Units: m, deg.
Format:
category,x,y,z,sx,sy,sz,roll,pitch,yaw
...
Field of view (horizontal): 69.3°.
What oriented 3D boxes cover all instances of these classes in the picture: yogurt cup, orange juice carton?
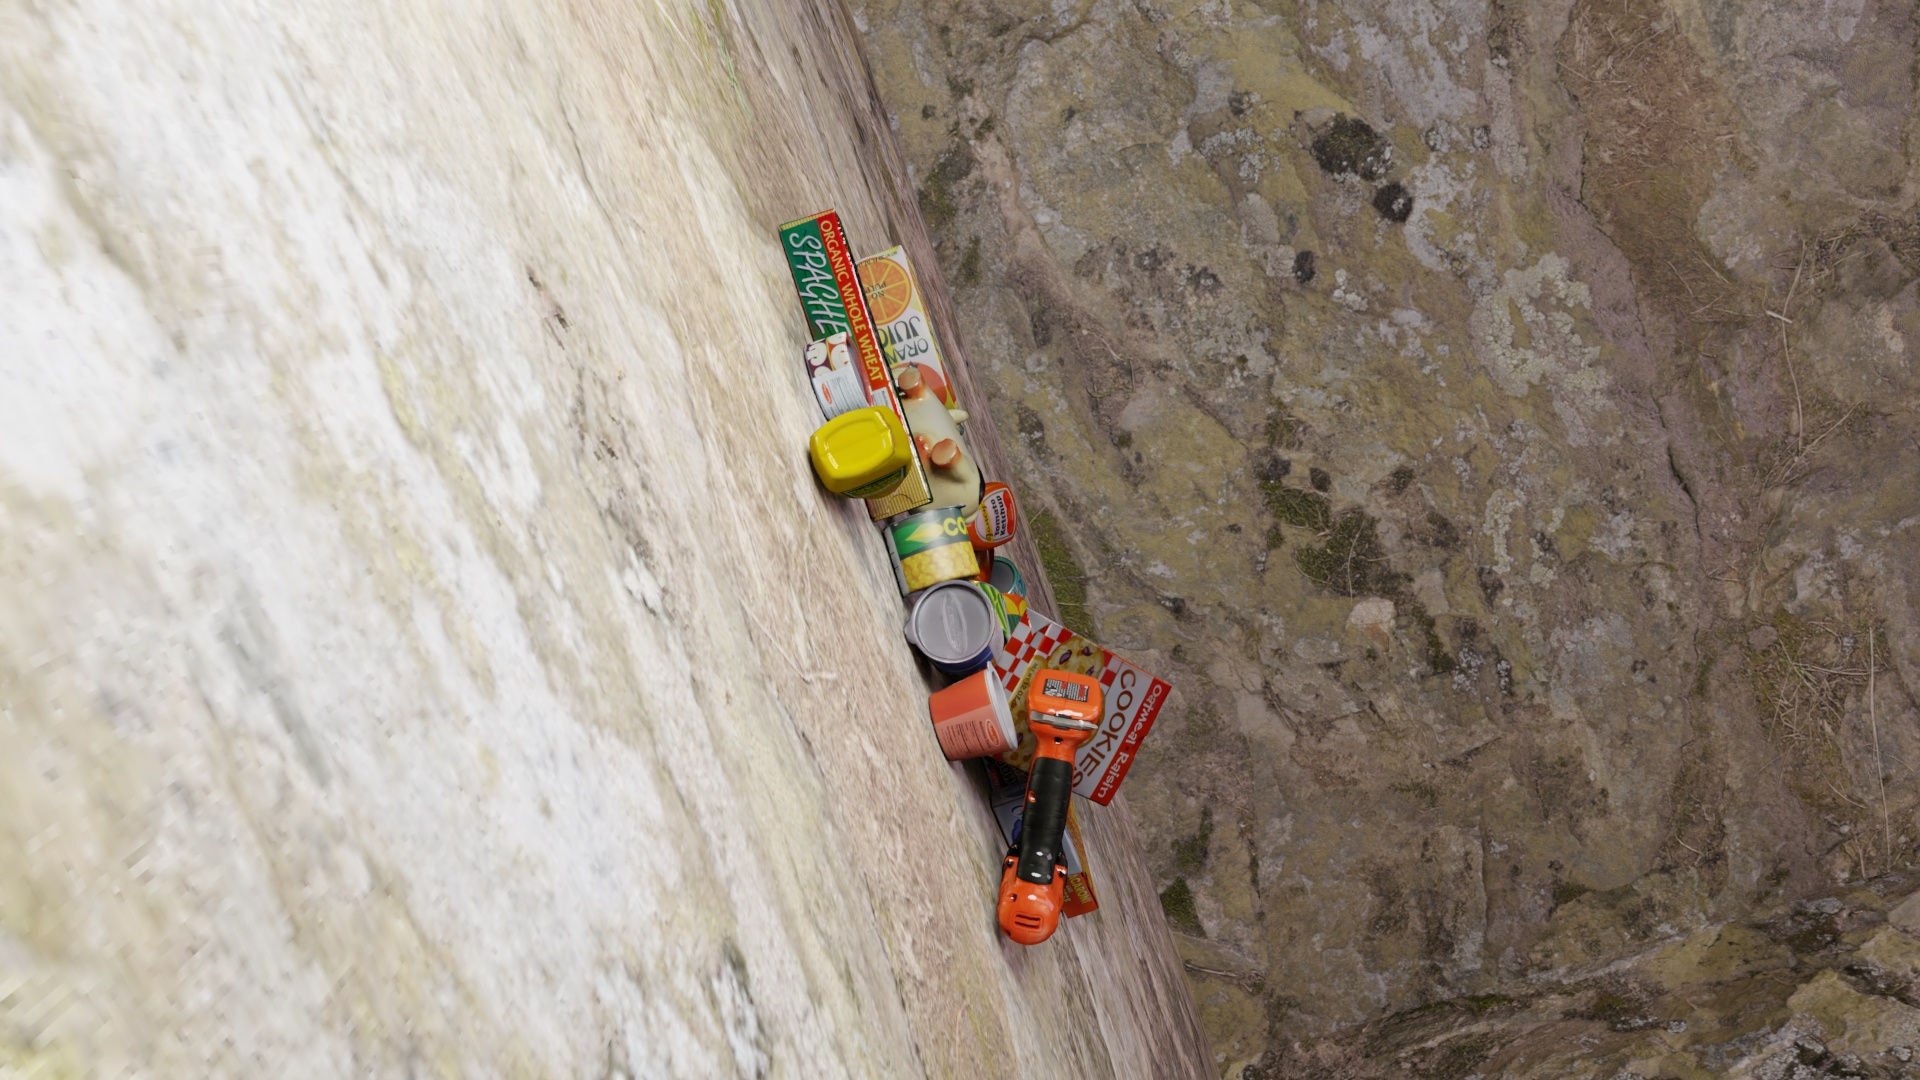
category,x,y,z,sx,sy,sz,roll,pitch,yaw
yogurt cup,0.009,0.138,1.078,0.072,0.054,0.072,-21,93,-84
orange juice carton,-0.057,-0.182,1.362,0.073,0.072,0.193,38,34,-79

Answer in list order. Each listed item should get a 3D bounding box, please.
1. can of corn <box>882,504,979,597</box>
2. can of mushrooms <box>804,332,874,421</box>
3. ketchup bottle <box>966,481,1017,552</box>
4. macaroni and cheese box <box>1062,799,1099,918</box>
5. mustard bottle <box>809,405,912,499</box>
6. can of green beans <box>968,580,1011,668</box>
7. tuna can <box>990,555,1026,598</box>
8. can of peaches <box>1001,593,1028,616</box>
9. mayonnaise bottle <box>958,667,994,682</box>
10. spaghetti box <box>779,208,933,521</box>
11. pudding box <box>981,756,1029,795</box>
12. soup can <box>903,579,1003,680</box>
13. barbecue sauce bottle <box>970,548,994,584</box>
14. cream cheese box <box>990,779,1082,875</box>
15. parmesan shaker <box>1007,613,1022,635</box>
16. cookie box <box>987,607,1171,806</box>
category,x,y,z,sx,sy,sz,roll,pitch,yaw
can of corn,-0.021,0.009,1.118,0.071,0.071,0.058,35,38,-80
can of mushrooms,-0.092,-0.125,1.058,0.071,0.033,0.071,-21,93,-83
ketchup bottle,0.005,-0.017,1.338,0.149,0.043,0.064,-20,104,-61
macaroni and cheese box,0.099,0.297,1.476,0.123,0.040,0.167,64,9,-46
mustard bottle,-0.064,-0.056,0.973,0.160,0.065,0.049,51,16,-84
can of green beans,0.010,0.078,1.207,0.058,0.071,0.071,-98,169,-56
tuna can,0.038,0.053,1.527,0.032,0.071,0.071,63,10,-49
can of peaches,0.048,0.097,1.478,0.071,0.071,0.058,64,8,-51
mayonnaise bottle,0.022,0.112,1.253,0.149,0.065,0.041,-107,172,-58
spaghetti box,-0.083,-0.140,1.106,0.028,0.050,0.250,32,39,-84
pudding box,0.042,0.185,1.251,0.030,0.049,0.083,20,52,-85
soup can,-0.004,0.073,1.101,0.083,0.071,0.071,68,5,-73
barbecue sauce bottle,0.011,0.033,1.437,0.149,0.044,0.064,-74,172,-77
cream cheese box,0.068,0.260,1.239,0.024,0.053,0.103,-101,170,-63
parmesan shaker,0.042,0.132,1.357,0.071,0.071,0.103,57,15,-68
cookie box,0.093,0.146,1.186,0.167,0.123,0.040,30,-2,-38
